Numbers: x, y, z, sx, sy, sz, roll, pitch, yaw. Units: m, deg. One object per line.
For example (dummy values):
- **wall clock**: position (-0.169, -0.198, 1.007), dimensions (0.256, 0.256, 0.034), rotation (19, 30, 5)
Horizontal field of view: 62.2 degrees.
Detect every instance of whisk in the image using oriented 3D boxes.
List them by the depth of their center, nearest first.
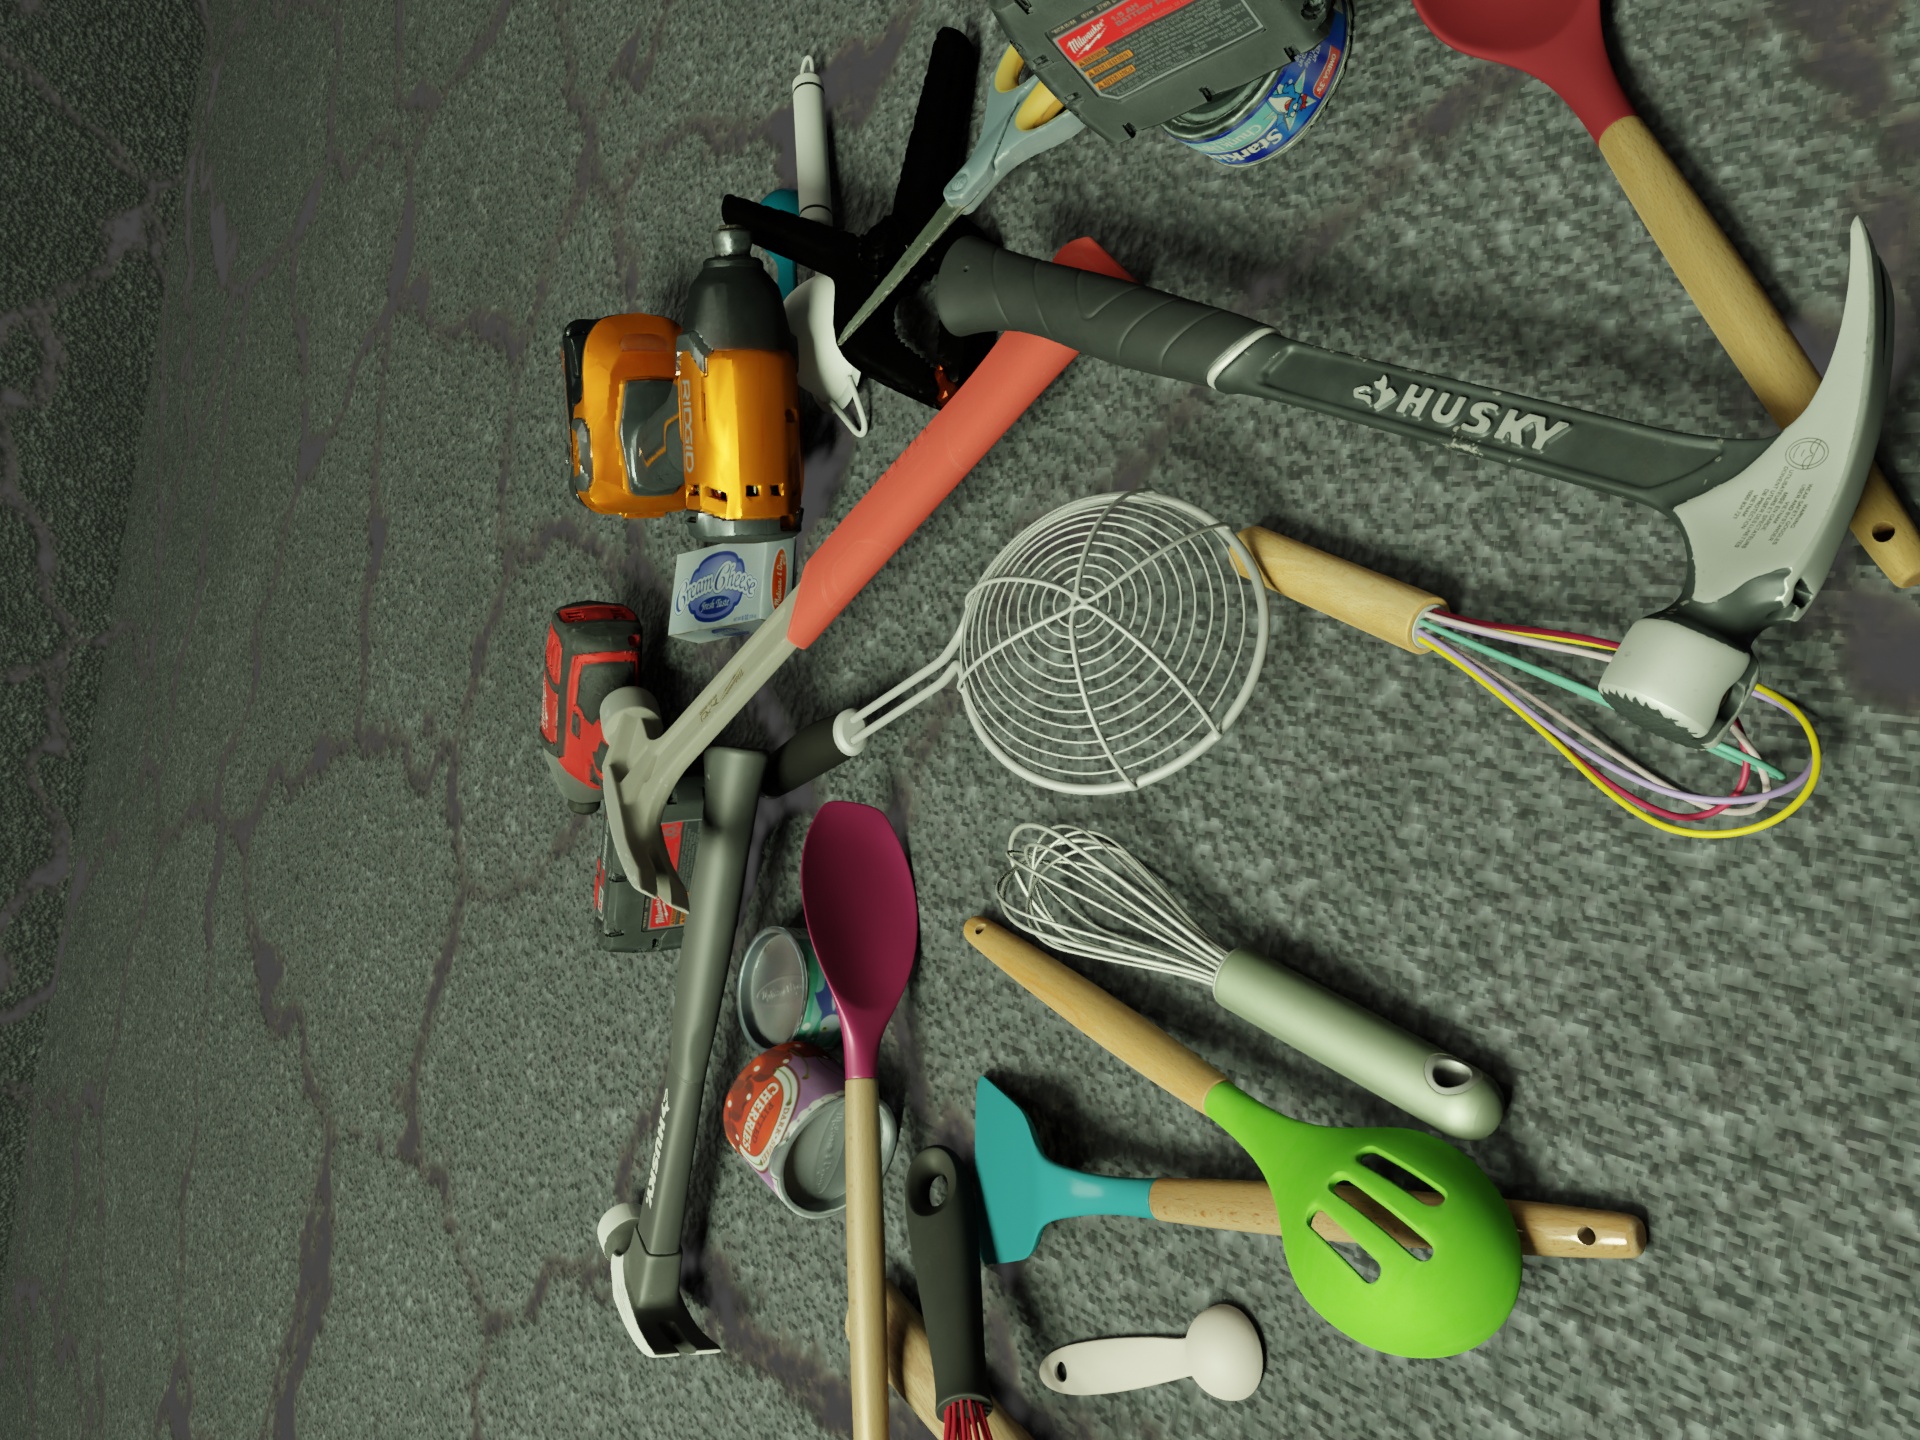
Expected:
- **whisk**: position (0.173, -0.023, 0.541), dimensions (0.245, 0.051, 0.047), rotation (35, 116, 51)
- **whisk**: position (0.099, 0.096, 0.610), dimensions (0.247, 0.058, 0.059), rotation (25, 137, 47)
- **whisk**: position (0.003, 0.288, 0.623), dimensions (0.073, 0.073, 0.296), rotation (-55, 26, 28)

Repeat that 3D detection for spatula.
- **spatula**: position (0.103, 0.180, 0.602), dimensions (0.317, 0.044, 0.082), rotation (-11, 75, 44)

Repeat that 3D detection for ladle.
- **ladle**: position (0.227, -0.175, 0.517), dimensions (0.069, 0.031, 0.316), rotation (-39, 56, 37)

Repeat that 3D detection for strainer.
- **strainer**: position (-0.084, -0.277, 0.908), dimensions (0.087, 0.050, 0.259), rotation (139, 132, -56)

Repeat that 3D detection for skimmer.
- **skimmer**: position (-0.001, -0.002, 0.738), dimensions (0.363, 0.090, 0.127), rotation (-28, 53, 60)

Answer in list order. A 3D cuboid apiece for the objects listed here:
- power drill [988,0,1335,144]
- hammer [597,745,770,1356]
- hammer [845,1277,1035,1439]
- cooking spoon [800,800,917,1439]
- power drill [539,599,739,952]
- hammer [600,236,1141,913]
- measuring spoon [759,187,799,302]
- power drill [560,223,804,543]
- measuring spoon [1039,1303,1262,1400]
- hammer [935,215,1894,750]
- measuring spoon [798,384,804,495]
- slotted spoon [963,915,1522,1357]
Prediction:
- **power drill**: position (0.082, -0.348, 0.643), dimensions (0.188, 0.080, 0.227), rotation (-10, 55, 43)
- **hammer**: position (-0.141, 0.172, 0.841), dimensions (0.146, 0.035, 0.334), rotation (34, 116, 61)
- **hammer**: position (0.049, 0.332, 0.629), dimensions (0.332, 0.031, 0.130), rotation (28, 104, 50)
- **cooking spoon**: position (-0.045, 0.191, 0.732), dimensions (0.017, 0.068, 0.319), rotation (-24, 62, 46)
- **power drill**: position (-0.200, 0.035, 0.948), dimensions (0.220, 0.078, 0.143), rotation (48, 135, 49)
- **hammer**: position (-0.048, -0.074, 0.748), dimensions (0.359, 0.036, 0.149), rotation (-46, 39, 16)
- **measuring spoon**: position (-0.111, -0.259, 0.947), dimensions (0.042, 0.021, 0.129), rotation (-15, 72, 48)
- **power drill**: position (-0.158, -0.189, 0.907), dimensions (0.227, 0.084, 0.164), rotation (17, 111, 58)
- **measuring spoon**: position (0.068, 0.255, 0.630), dimensions (0.124, 0.018, 0.034), rotation (-31, 60, 44)
- **hammer**: position (0.118, -0.131, 0.569), dimensions (0.409, 0.036, 0.149), rotation (32, 92, 47)
- **measuring spoon**: position (-0.098, -0.176, 0.914), dimensions (0.011, 0.021, 0.117), rotation (-27, 61, 58)
- **slotted spoon**: position (0.082, 0.135, 0.609), dimensions (0.070, 0.031, 0.314), rotation (-47, 32, -10)
